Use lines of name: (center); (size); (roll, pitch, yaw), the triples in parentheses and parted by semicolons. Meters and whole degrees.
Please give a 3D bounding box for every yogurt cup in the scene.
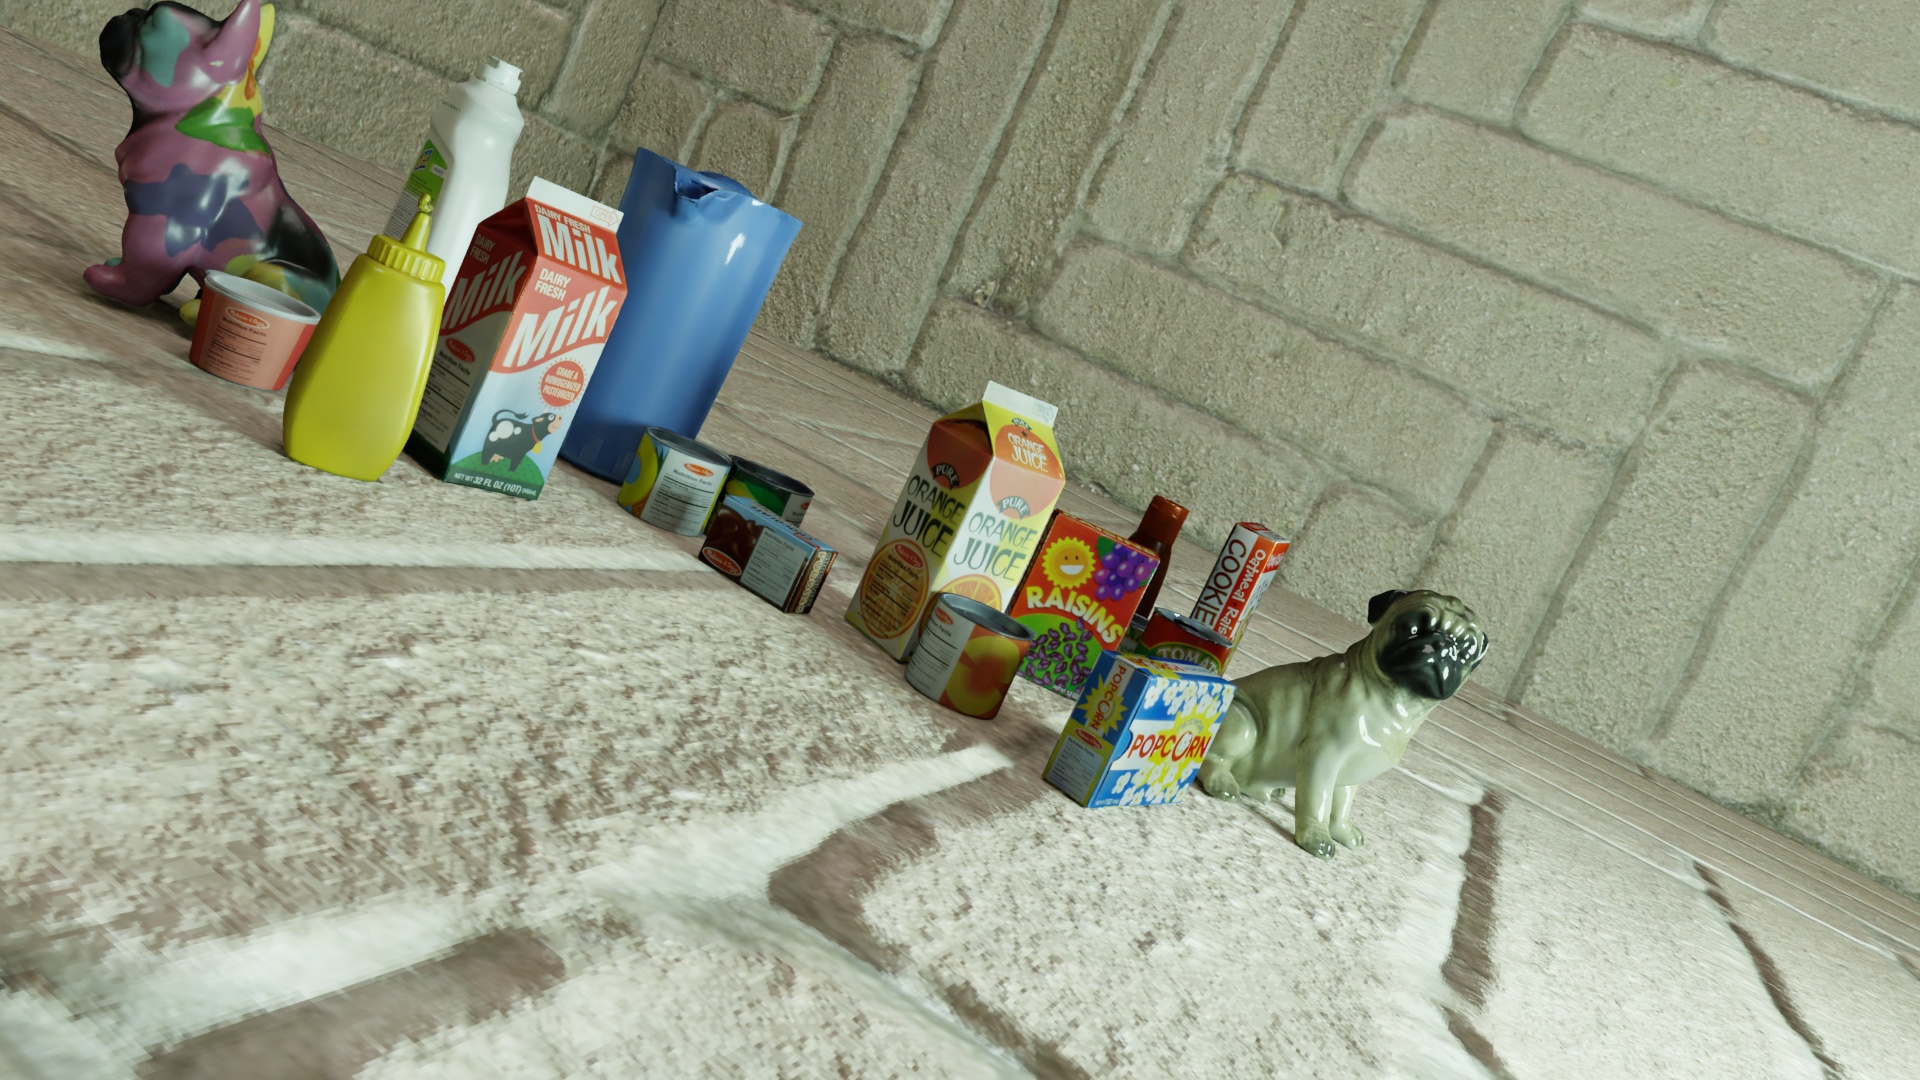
yogurt cup: (-0.440, -0.128, 0.861); (0.072, 0.054, 0.072); (24, 8, -3)

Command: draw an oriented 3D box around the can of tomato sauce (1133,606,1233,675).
can of tomato sauce: (0.162, 0.103, 1.066); (0.071, 0.083, 0.071); (24, 8, -3)

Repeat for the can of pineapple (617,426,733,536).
can of pineapple: (-0.206, -0.043, 0.998); (0.071, 0.057, 0.071); (24, 8, -3)

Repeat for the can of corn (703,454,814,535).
can of corn: (-0.152, -0.023, 1.027); (0.071, 0.058, 0.071); (24, 8, -3)

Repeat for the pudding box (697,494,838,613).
pudding box: (-0.129, 0.009, 0.925); (0.084, 0.049, 0.030); (29, 8, 25)

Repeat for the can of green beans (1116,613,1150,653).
can of green beans: (0.137, 0.093, 1.147); (0.071, 0.057, 0.071); (24, 8, -3)

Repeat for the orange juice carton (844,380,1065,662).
orange juice carton: (0.003, -0.012, 0.940); (0.072, 0.192, 0.073); (18, 10, -43)

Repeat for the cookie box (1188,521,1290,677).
cookie box: (0.220, 0.066, 1.174); (0.040, 0.167, 0.123); (27, 8, 16)

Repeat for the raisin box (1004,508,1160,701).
raisin box: (0.084, 0.049, 1.034); (0.086, 0.123, 0.040); (25, 7, -1)

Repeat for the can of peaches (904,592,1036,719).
can of peaches: (0.007, 0.074, 0.883); (0.071, 0.058, 0.071); (24, 8, -3)

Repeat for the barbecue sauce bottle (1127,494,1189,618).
barbecue sauce bottle: (0.167, 0.030, 1.310); (0.043, 0.148, 0.065); (21, 9, -30)

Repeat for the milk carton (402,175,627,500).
milk carton: (-0.275, -0.129, 0.870); (0.073, 0.190, 0.072); (30, 9, 35)

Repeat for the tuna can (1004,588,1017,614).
tuna can: (0.061, 0.067, 1.170); (0.071, 0.032, 0.071); (24, 8, -3)

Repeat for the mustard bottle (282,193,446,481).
mustard bottle: (-0.317, -0.114, 0.760); (0.065, 0.160, 0.049); (20, 9, -31)

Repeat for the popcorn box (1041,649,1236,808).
popcorn box: (0.110, 0.114, 0.834); (0.038, 0.085, 0.127); (30, 9, 34)
